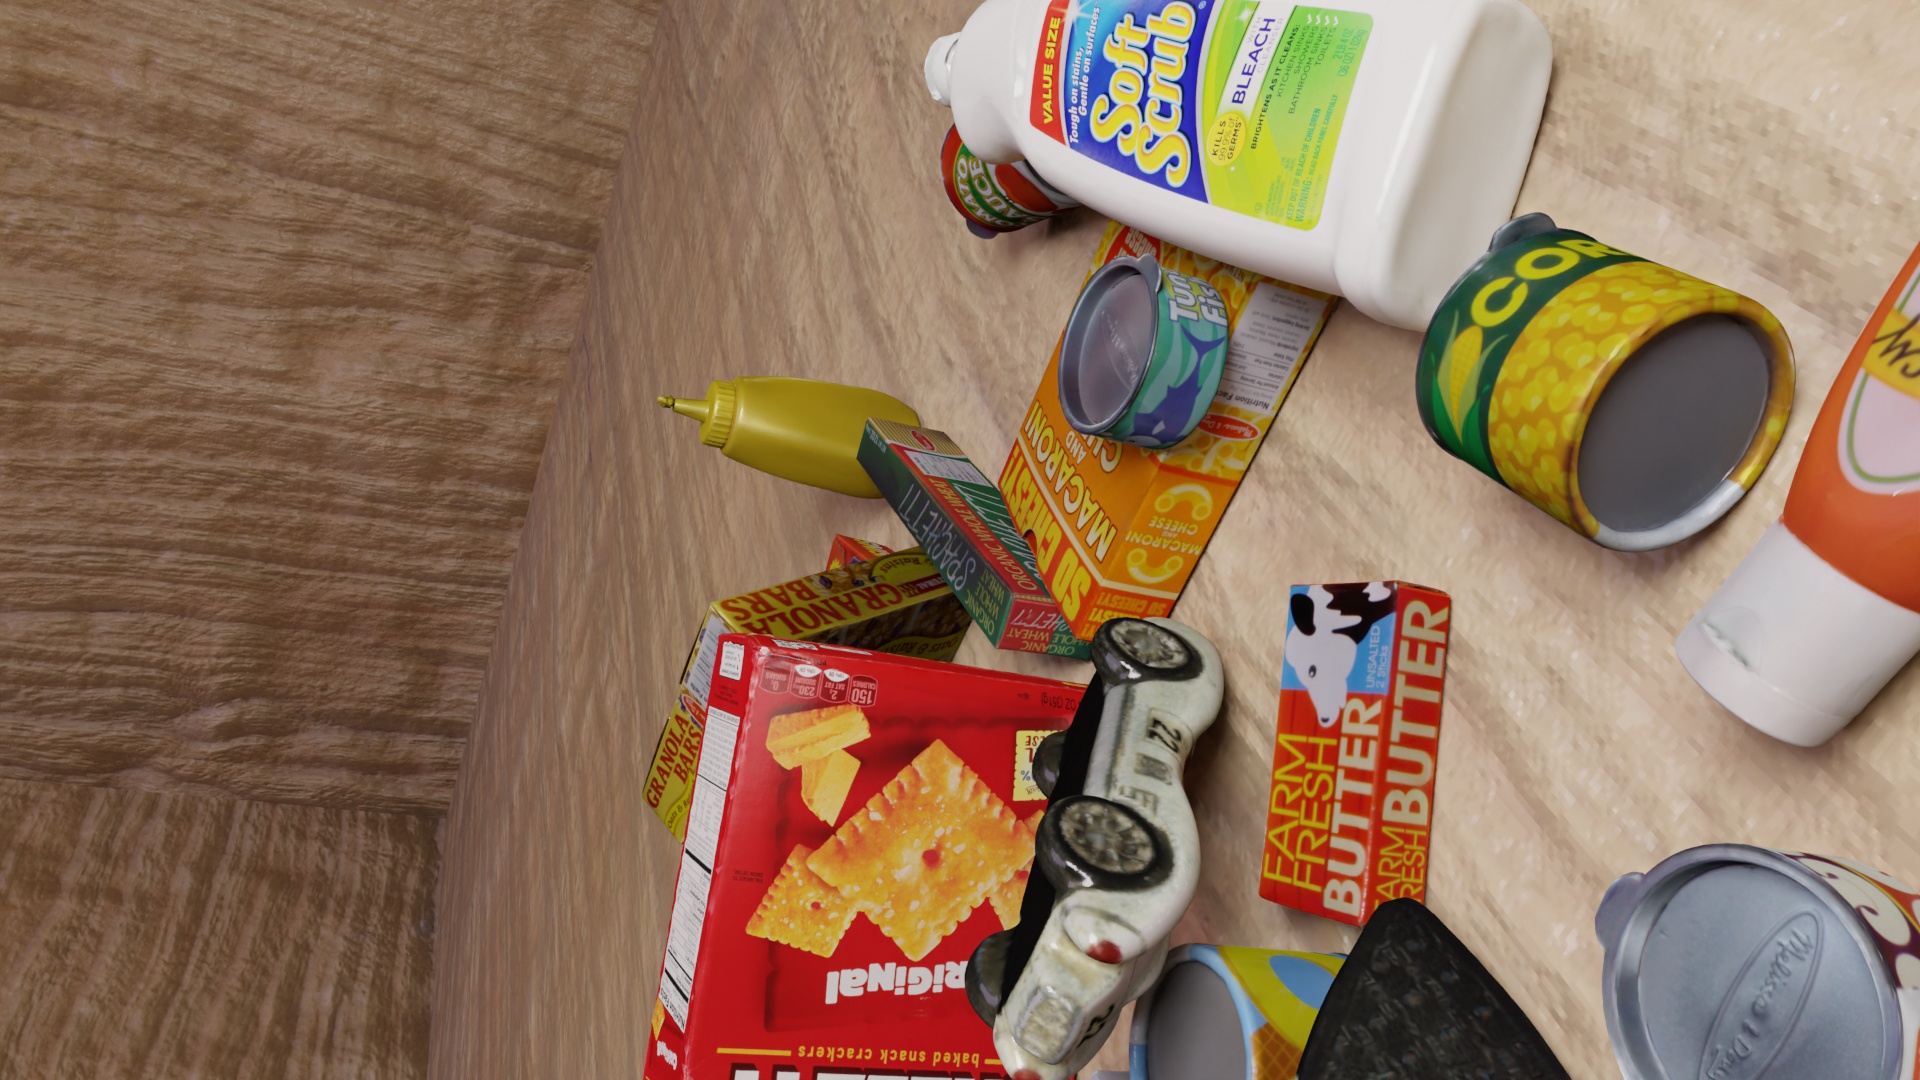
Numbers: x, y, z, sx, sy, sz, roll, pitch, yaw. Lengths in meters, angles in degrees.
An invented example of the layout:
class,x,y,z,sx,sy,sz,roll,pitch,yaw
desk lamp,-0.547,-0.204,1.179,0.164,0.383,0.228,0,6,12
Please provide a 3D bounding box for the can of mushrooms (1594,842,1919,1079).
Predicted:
class,x,y,z,sx,sy,sz,roll,pitch,yaw
can of mushrooms,0.172,0.097,0.293,0.071,0.033,0.071,-169,89,-67

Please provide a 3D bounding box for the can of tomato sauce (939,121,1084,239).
class,x,y,z,sx,sy,sz,roll,pitch,yaw
can of tomato sauce,0.035,-0.191,0.692,0.083,0.071,0.071,6,86,66

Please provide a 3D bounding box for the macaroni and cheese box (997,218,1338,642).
class,x,y,z,sx,sy,sz,roll,pitch,yaw
macaroni and cheese box,0.075,-0.057,0.575,0.165,0.040,0.124,-66,26,26

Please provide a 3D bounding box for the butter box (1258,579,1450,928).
class,x,y,z,sx,sy,sz,roll,pitch,yaw
butter box,0.122,0.065,0.433,0.053,0.024,0.103,169,111,-66

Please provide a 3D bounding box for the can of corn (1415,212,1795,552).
class,x,y,z,sx,sy,sz,roll,pitch,yaw
can of corn,0.158,-0.040,0.344,0.071,0.071,0.058,-70,26,20

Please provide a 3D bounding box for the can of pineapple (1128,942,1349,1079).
class,x,y,z,sx,sy,sz,roll,pitch,yaw
can of pineapple,0.092,0.157,0.416,0.070,0.058,0.071,-40,45,55

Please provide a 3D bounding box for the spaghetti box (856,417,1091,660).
class,x,y,z,sx,sy,sz,roll,pitch,yaw
spaghetti box,0.003,-0.009,0.705,0.251,0.050,0.028,-129,52,-60

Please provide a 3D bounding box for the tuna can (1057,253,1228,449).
class,x,y,z,sx,sy,sz,roll,pitch,yaw
tuna can,0.067,-0.070,0.506,0.071,0.033,0.071,-35,49,56

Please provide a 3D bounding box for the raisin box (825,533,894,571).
class,x,y,z,sx,sy,sz,roll,pitch,yaw
raisin box,-0.063,0.066,0.833,0.086,0.040,0.123,-150,74,-66

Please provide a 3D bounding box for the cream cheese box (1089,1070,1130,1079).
class,x,y,z,sx,sy,sz,roll,pitch,yaw
cream cheese box,0.048,0.253,0.514,0.053,0.024,0.103,-118,45,-58

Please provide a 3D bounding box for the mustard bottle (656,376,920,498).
class,x,y,z,sx,sy,sz,roll,pitch,yaw
mustard bottle,-0.104,-0.068,0.834,0.048,0.160,0.065,124,149,-45

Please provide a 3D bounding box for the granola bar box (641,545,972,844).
class,x,y,z,sx,sy,sz,roll,pitch,yaw
granola bar box,-0.070,0.071,0.697,0.039,0.166,0.123,40,123,26

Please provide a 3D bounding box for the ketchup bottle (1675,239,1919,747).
class,x,y,z,sx,sy,sz,roll,pitch,yaw
ketchup bottle,0.201,-0.024,0.270,0.065,0.043,0.148,-111,39,-51
